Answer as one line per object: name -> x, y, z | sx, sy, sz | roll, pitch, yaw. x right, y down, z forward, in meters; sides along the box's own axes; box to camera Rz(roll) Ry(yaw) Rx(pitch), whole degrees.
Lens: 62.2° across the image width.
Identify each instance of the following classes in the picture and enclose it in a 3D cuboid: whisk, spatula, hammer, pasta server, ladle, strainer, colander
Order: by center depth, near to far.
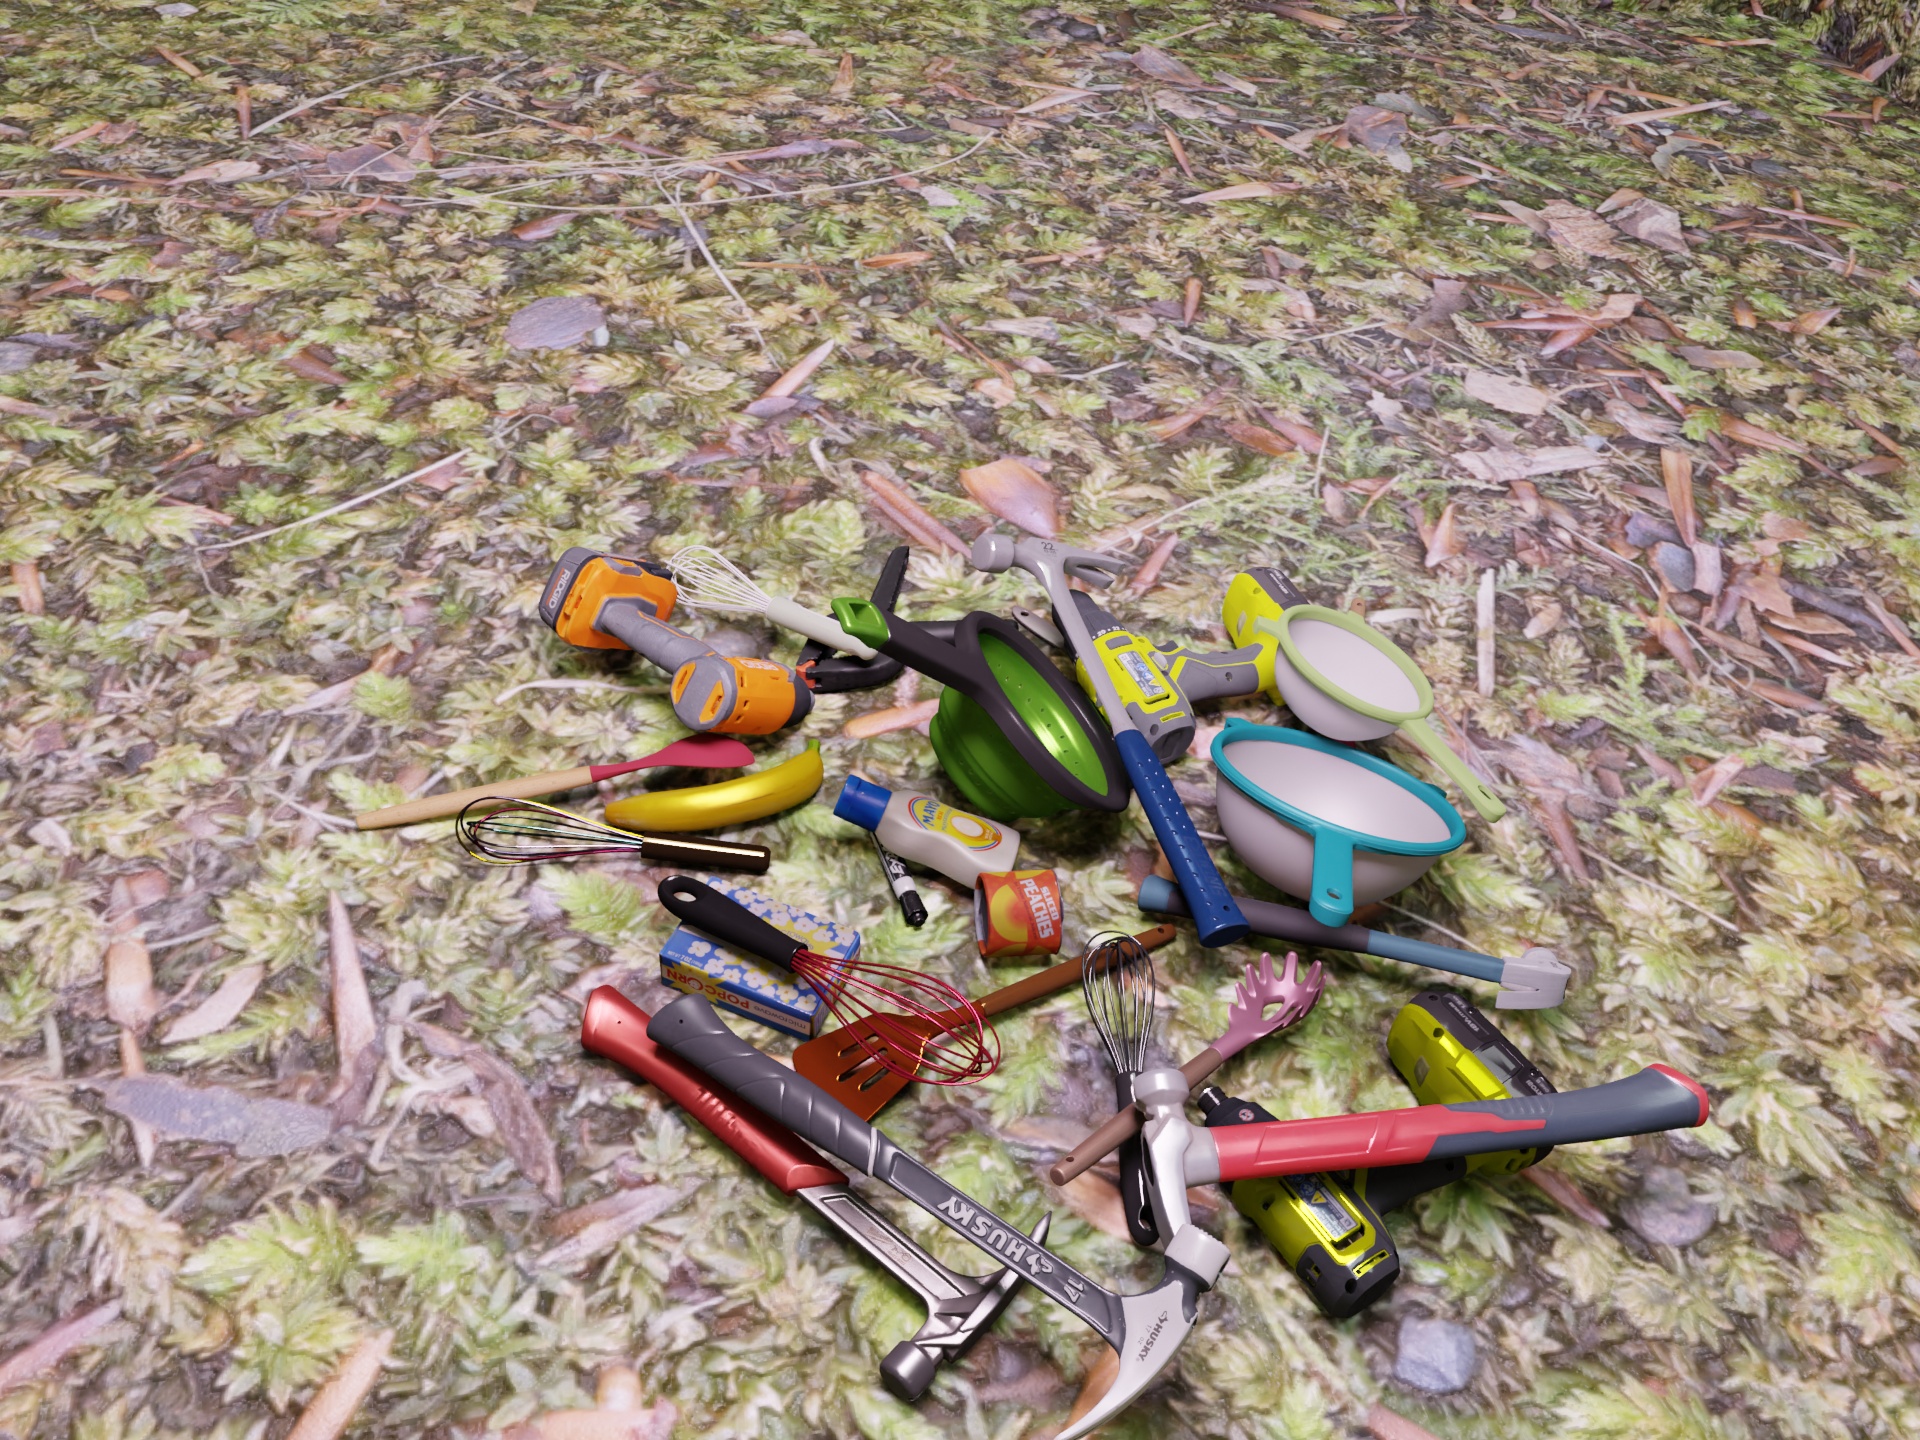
hammer -> -0.042, 0.290, 1.011 | 0.409, 0.036, 0.149 | 27, 72, 25
hammer -> 0.312, 0.284, 1.040 | 0.386, 0.038, 0.143 | -3, 55, -9
hammer -> -0.117, 0.286, 1.073 | 0.359, 0.036, 0.149 | 33, 52, 24
pasta server -> 0.164, 0.242, 1.121 | 0.060, 0.040, 0.316 | 16, 26, 38
whisk -> -0.100, 0.177, 1.124 | 0.296, 0.073, 0.073 | 24, 45, 24
whisk -> 0.119, 0.255, 1.131 | 0.055, 0.055, 0.239 | 2, 51, -6
spatula -> 0.032, 0.213, 1.187 | 0.322, 0.041, 0.081 | -17, 51, -30
strainer -> 0.276, 0.109, 1.229 | 0.211, 0.095, 0.340 | 19, 22, 7
hammer -> 0.303, 0.169, 1.239 | 0.331, 0.033, 0.128 | 11, 5, 12
colander -> -0.002, -0.004, 1.244 | 0.396, 0.094, 0.205 | 25, 31, -54
whisk -> -0.273, 0.098, 1.252 | 0.245, 0.051, 0.047 | 8, 65, -7
ladle -> -0.324, 0.050, 1.284 | 0.315, 0.031, 0.069 | -12, 12, -11
hammer -> 0.138, 0.003, 1.301 | 0.144, 0.035, 0.406 | 1, 51, -33
strainer -> 0.355, 0.007, 1.349 | 0.151, 0.069, 0.257 | -6, 48, -41
whisk -> -0.175, -0.105, 1.445 | 0.246, 0.057, 0.059 | 23, 83, 26

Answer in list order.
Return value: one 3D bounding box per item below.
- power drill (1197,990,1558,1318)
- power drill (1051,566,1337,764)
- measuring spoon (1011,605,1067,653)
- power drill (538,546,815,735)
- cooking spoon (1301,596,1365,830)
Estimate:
power drill -> 0.289, 0.287, 1.110 | 0.223, 0.080, 0.171 | -23, 52, -25
power drill -> 0.209, -0.066, 1.457 | 0.228, 0.080, 0.191 | -16, 54, -23
measuring spoon -> 0.096, -0.079, 1.504 | 0.124, 0.018, 0.034 | 36, 50, 25
power drill -> -0.234, -0.060, 1.369 | 0.227, 0.084, 0.164 | 34, 13, 25
cooking spoon -> 0.359, -0.014, 1.476 | 0.069, 0.017, 0.319 | 15, 44, 6
